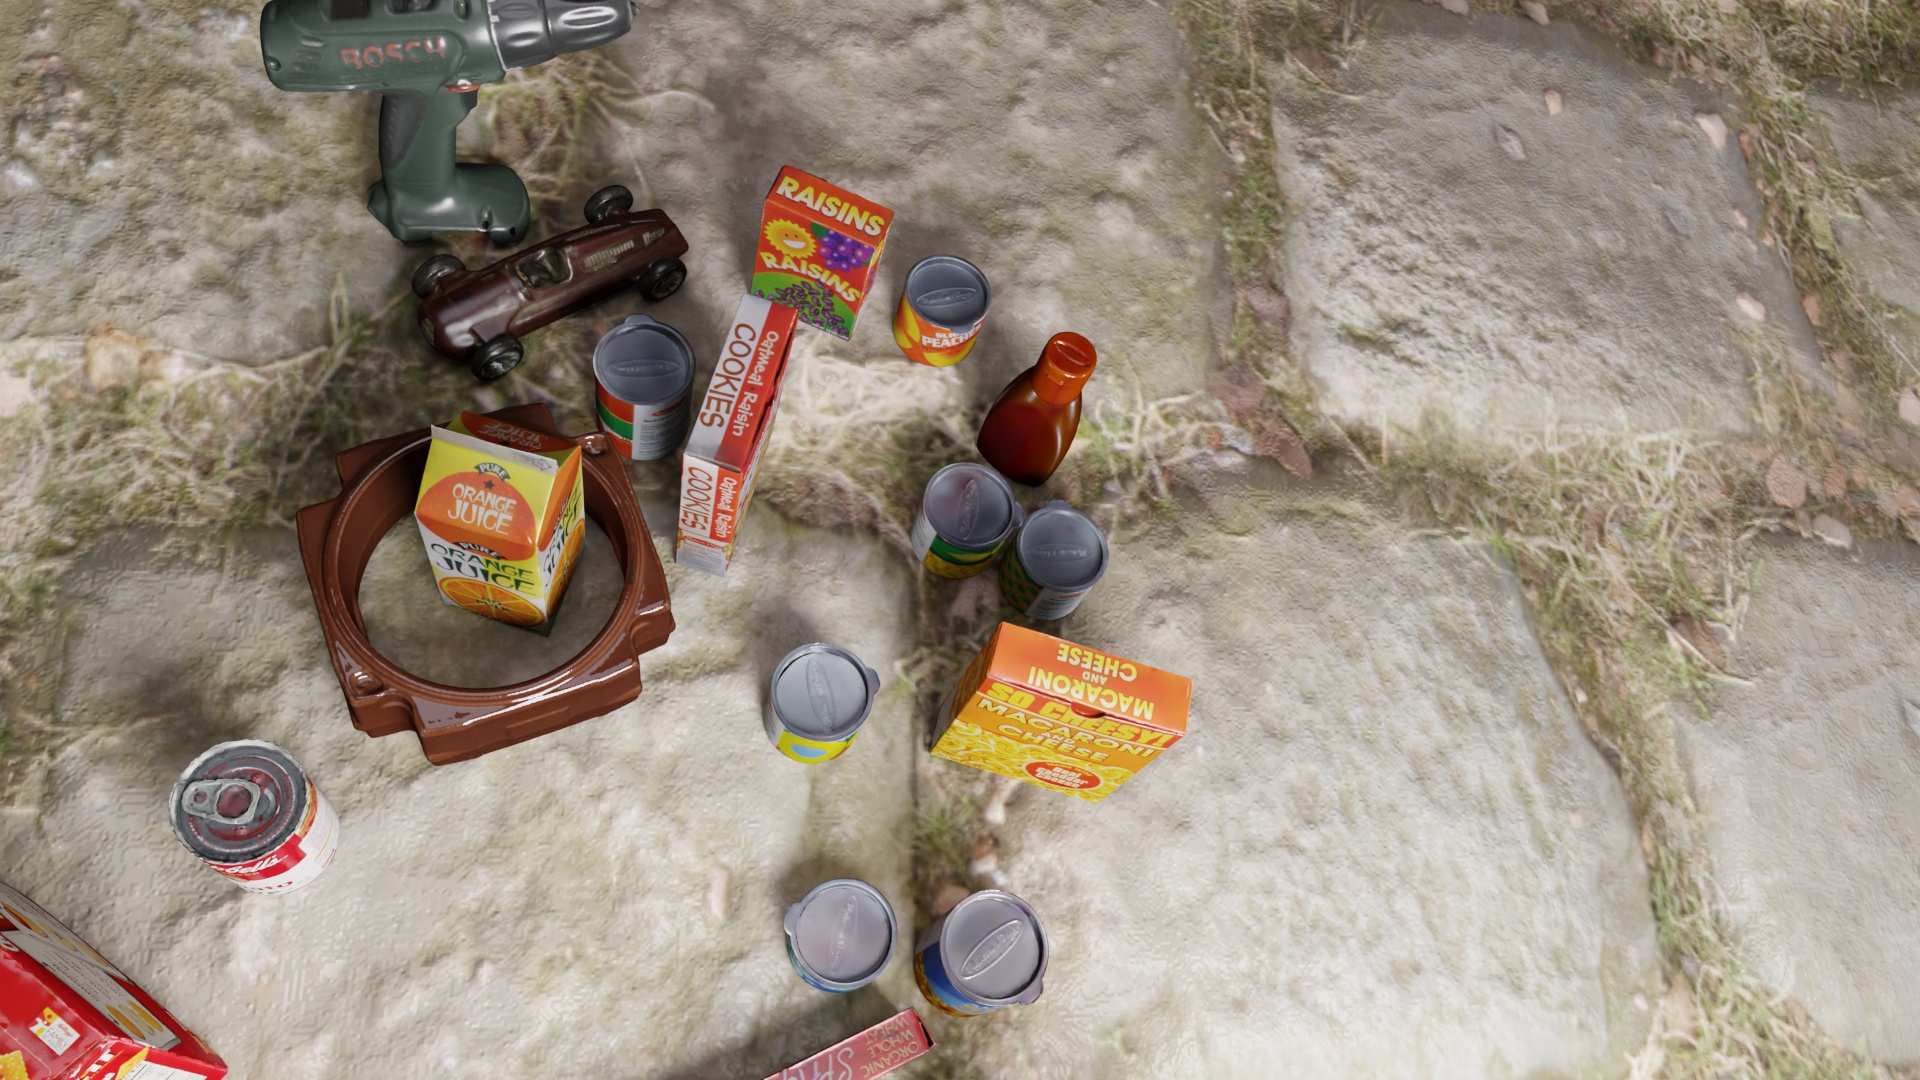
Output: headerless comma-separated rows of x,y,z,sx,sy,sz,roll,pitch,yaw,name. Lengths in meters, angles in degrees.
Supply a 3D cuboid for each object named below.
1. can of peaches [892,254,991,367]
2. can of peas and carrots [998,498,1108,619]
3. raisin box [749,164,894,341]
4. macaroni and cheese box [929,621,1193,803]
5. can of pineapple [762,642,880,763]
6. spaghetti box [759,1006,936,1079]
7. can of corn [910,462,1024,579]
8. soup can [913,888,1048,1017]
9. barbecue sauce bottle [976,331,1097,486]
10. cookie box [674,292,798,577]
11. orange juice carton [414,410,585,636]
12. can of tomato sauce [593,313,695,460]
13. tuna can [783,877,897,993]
-0.014,-0.171,1.052,0.071,0.057,0.071,5,65,-11,can of peaches
0.064,0.014,0.986,0.071,0.058,0.071,5,65,-11,can of peas and carrots
-0.102,-0.207,1.010,0.086,0.123,0.040,24,63,-2,raisin box
0.059,0.114,0.878,0.124,0.165,0.040,17,63,-6,macaroni and cheese box
-0.092,0.107,0.905,0.071,0.057,0.071,5,65,-11,can of pineapple
-0.133,0.334,0.795,0.251,0.050,0.029,-20,72,-21,spaghetti box
0.004,-0.012,0.983,0.071,0.058,0.071,5,65,-11,can of corn
0.012,0.256,0.848,0.071,0.083,0.071,5,65,-11,soup can
0.057,-0.094,0.983,0.065,0.148,0.044,34,63,3,barbecue sauce bottle
-0.148,-0.064,0.909,0.040,0.166,0.123,17,63,-6,cookie box
-0.275,-0.015,0.840,0.072,0.191,0.073,18,63,-6,orange juice carton
-0.219,-0.104,0.957,0.071,0.082,0.071,5,65,-11,can of tomato sauce
-0.076,0.244,0.860,0.071,0.032,0.071,5,65,-11,tuna can
